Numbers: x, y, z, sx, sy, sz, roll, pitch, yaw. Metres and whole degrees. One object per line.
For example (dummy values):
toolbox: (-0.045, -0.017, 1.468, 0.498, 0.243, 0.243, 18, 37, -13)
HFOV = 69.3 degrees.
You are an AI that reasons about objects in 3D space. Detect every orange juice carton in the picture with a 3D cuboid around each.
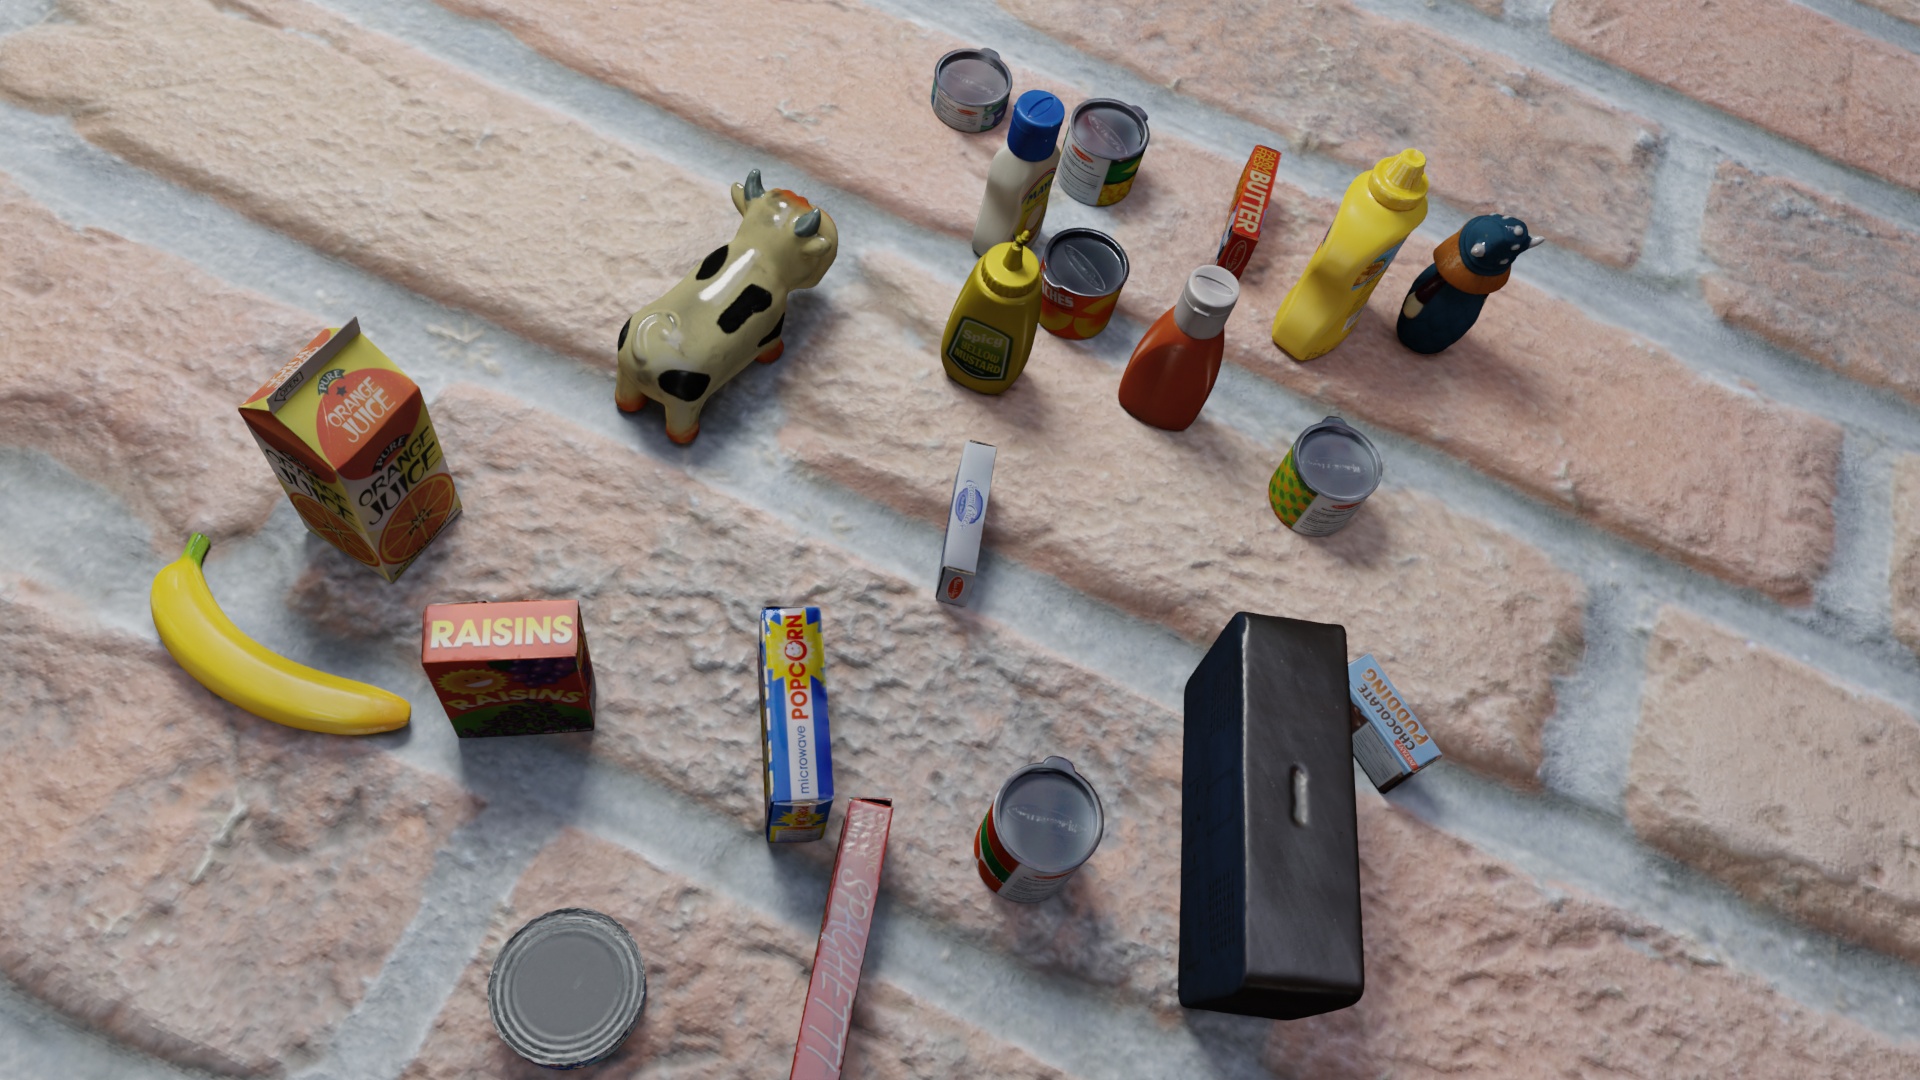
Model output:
orange juice carton: (-0.369, -0.058, 0.843, 0.073, 0.191, 0.072, 31, 62, 7)

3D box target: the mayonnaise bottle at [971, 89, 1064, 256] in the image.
mayonnaise bottle: (0.047, -0.275, 1.053, 0.041, 0.147, 0.065, 40, 64, 12)

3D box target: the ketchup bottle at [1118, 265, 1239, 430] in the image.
ketchup bottle: (0.160, -0.138, 0.999, 0.065, 0.148, 0.044, 25, 62, 4)

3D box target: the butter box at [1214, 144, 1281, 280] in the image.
butter box: (0.235, -0.269, 1.136, 0.024, 0.053, 0.104, 19, 61, 1)

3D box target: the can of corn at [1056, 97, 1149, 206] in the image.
can of corn: (0.118, -0.319, 1.139, 0.071, 0.058, 0.071, 4, 62, -7)

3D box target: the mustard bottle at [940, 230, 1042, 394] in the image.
mustard bottle: (0.026, -0.166, 0.985, 0.065, 0.159, 0.049, 23, 62, 3)

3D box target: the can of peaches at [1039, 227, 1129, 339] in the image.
can of peaches: (0.089, -0.196, 1.070, 0.071, 0.057, 0.071, 4, 62, -7)

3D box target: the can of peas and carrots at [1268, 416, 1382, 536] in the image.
can of peas and carrots: (0.266, -0.046, 1.020, 0.071, 0.058, 0.071, 4, 62, -7)

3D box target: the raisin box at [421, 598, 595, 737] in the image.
raisin box: (-0.265, 0.077, 0.829, 0.086, 0.122, 0.040, -1, 63, -10)

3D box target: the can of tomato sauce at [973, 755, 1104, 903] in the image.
can of tomato sauce: (0.046, 0.178, 0.850, 0.071, 0.082, 0.071, 4, 62, -7)

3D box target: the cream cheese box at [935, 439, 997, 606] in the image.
cream cheese box: (0.003, -0.012, 0.961, 0.024, 0.053, 0.104, 12, 61, -3)

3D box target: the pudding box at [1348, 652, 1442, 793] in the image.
pudding box: (0.280, 0.123, 0.938, 0.030, 0.049, 0.084, -25, 69, -20)

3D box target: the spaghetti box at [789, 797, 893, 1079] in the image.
spaghetti box: (-0.076, 0.272, 0.799, 0.029, 0.050, 0.251, 12, 61, -3)

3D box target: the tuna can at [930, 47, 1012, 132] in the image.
tuna can: (0.010, -0.380, 1.168, 0.071, 0.032, 0.071, 4, 62, -7)

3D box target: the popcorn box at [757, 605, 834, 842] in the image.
popcorn box: (-0.103, 0.114, 0.858, 0.038, 0.084, 0.127, -2, 63, -10)
